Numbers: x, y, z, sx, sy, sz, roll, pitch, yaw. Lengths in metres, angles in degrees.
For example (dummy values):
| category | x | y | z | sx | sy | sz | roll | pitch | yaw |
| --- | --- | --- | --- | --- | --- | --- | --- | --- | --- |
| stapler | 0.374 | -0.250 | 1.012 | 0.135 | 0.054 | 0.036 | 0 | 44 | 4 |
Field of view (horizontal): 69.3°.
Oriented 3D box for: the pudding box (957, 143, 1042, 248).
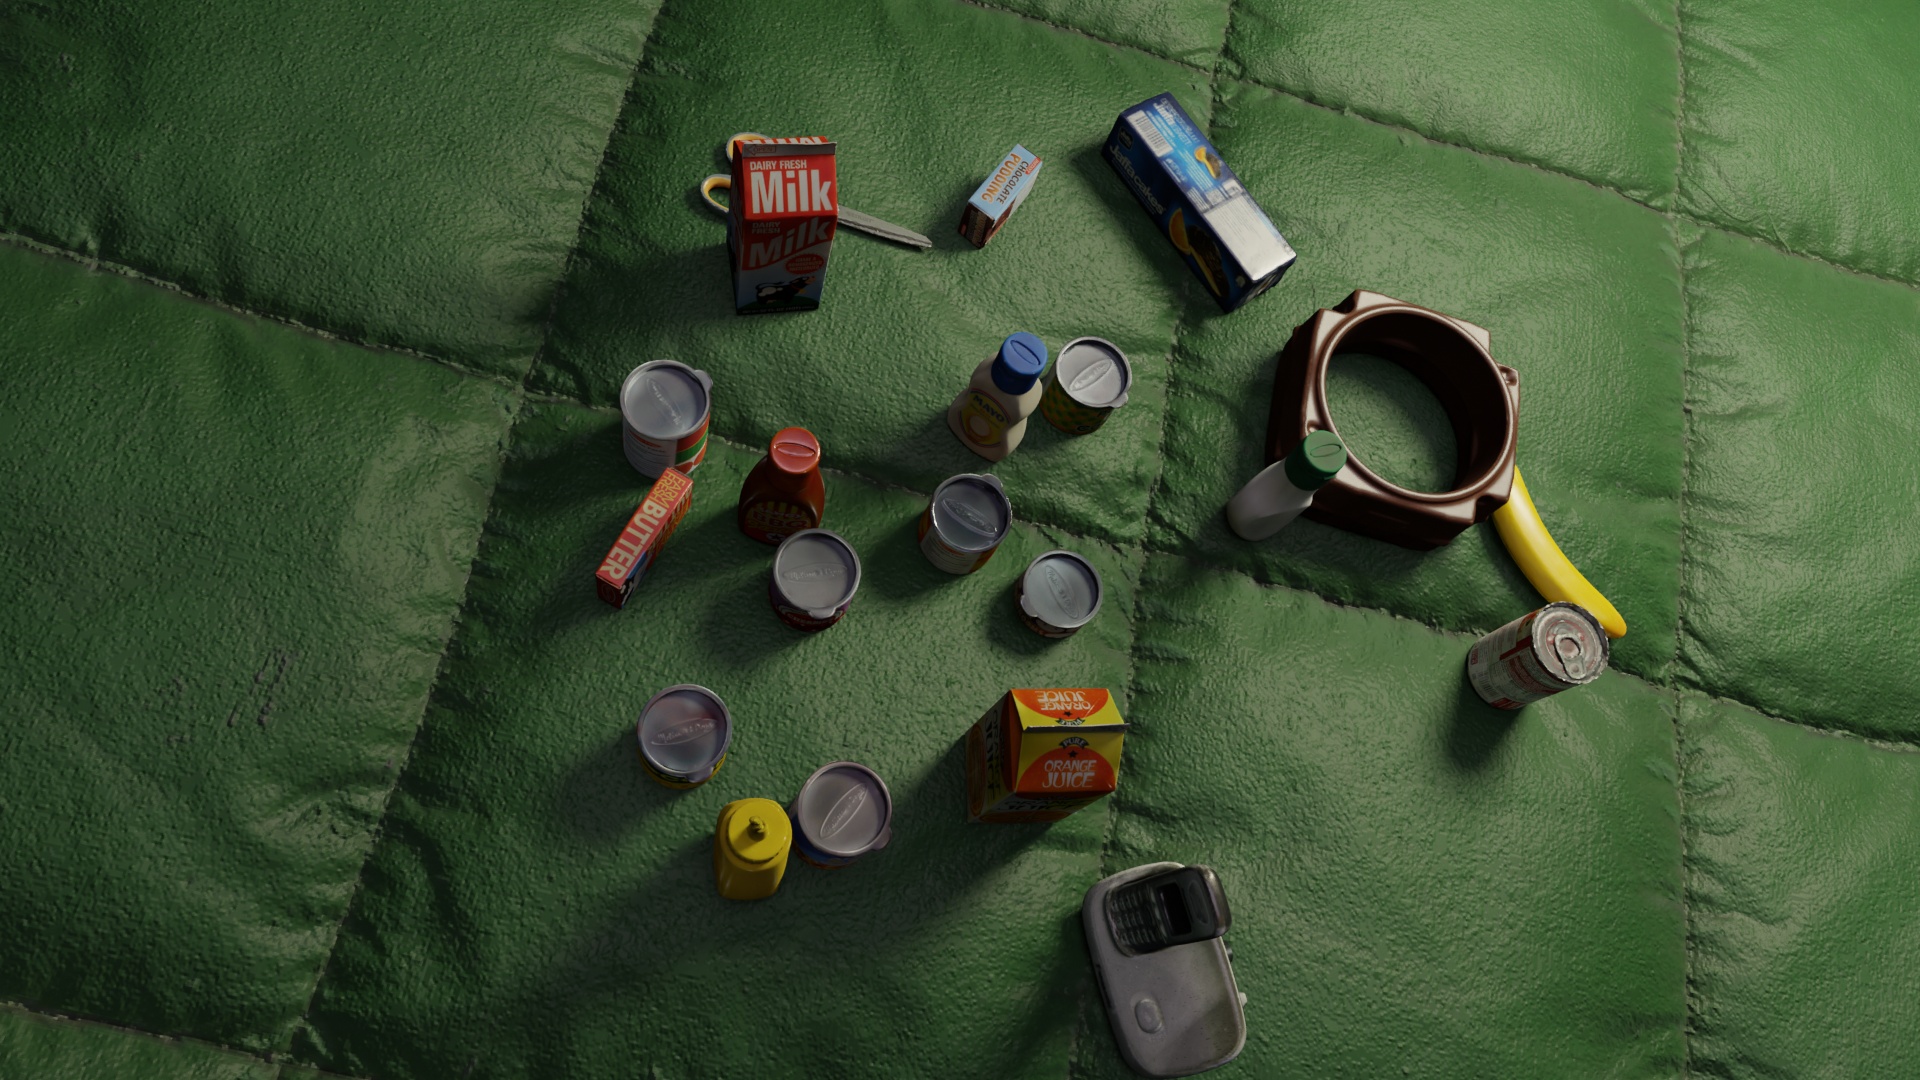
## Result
| category | x | y | z | sx | sy | sz | roll | pitch | yaw |
| --- | --- | --- | --- | --- | --- | --- | --- | --- | --- |
| pudding box | 0.035 | -0.305 | 1.229 | 0.030 | 0.049 | 0.084 | 36 | 67 | 2 |

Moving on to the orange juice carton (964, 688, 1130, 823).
| category | x | y | z | sx | sy | sz | roll | pitch | yaw |
| --- | --- | --- | --- | --- | --- | --- | --- | --- | --- |
| orange juice carton | 0.058 | 0.151 | 0.985 | 0.072 | 0.192 | 0.073 | 2 | 70 | -12 |

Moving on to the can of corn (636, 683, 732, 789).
| category | x | y | z | sx | sy | sz | roll | pitch | yaw |
| --- | --- | --- | --- | --- | --- | --- | --- | --- | --- |
| can of corn | -0.199 | 0.145 | 1.003 | 0.071 | 0.058 | 0.071 | 4 | 69 | -11 |

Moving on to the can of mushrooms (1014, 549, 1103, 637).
| category | x | y | z | sx | sy | sz | roll | pitch | yaw |
| --- | --- | --- | --- | --- | --- | --- | --- | --- | --- |
| can of mushrooms | 0.076 | 0.044 | 1.116 | 0.071 | 0.033 | 0.071 | 4 | 69 | -11 |

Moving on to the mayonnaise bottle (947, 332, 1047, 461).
| category | x | y | z | sx | sy | sz | roll | pitch | yaw |
| --- | --- | --- | --- | --- | --- | --- | --- | --- | --- |
| mayonnaise bottle | 0.032 | -0.116 | 1.104 | 0.065 | 0.147 | 0.041 | 40 | 67 | 4 |

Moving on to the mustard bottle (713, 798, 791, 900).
| category | x | y | z | sx | sy | sz | roll | pitch | yaw |
| --- | --- | --- | --- | --- | --- | --- | --- | --- | --- |
| mustard bottle | -0.140 | 0.205 | 0.938 | 0.049 | 0.159 | 0.065 | 0 | 70 | -13 |

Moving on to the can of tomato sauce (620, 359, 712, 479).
| category | x | y | z | sx | sy | sz | roll | pitch | yaw |
| --- | --- | --- | --- | --- | --- | --- | --- | --- | --- |
| can of tomato sauce | -0.226 | -0.093 | 1.072 | 0.071 | 0.082 | 0.071 | 4 | 69 | -11 |

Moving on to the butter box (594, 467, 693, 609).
| category | x | y | z | sx | sy | sz | roll | pitch | yaw |
| --- | --- | --- | --- | --- | --- | --- | --- | --- | --- |
| butter box | -0.239 | -0.002 | 1.051 | 0.024 | 0.053 | 0.104 | 29 | 66 | -1 |

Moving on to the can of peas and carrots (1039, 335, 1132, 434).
| category | x | y | z | sx | sy | sz | roll | pitch | yaw |
| --- | --- | --- | --- | --- | --- | --- | --- | --- | --- |
| can of peas and carrots | 0.106 | -0.129 | 1.174 | 0.071 | 0.058 | 0.071 | 4 | 69 | -11 |

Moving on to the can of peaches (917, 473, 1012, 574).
| category | x | y | z | sx | sy | sz | roll | pitch | yaw |
| --- | --- | --- | --- | --- | --- | --- | --- | --- | --- |
| can of peaches | 0.004 | -0.014 | 1.108 | 0.071 | 0.058 | 0.071 | 4 | 69 | -11 |

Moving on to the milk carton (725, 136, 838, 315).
| category | x | y | z | sx | sy | sz | roll | pitch | yaw |
| --- | --- | --- | --- | --- | --- | --- | --- | --- | --- |
| milk carton | -0.142 | -0.256 | 1.094 | 0.072 | 0.189 | 0.073 | -6 | 72 | -15 |

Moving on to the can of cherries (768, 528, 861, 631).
| category | x | y | z | sx | sy | sz | roll | pitch | yaw |
| --- | --- | --- | --- | --- | --- | --- | --- | --- | --- |
| can of cherries | -0.113 | 0.034 | 1.064 | 0.071 | 0.058 | 0.072 | 4 | 69 | -11 |

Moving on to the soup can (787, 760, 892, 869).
| category | x | y | z | sx | sy | sz | roll | pitch | yaw |
| --- | --- | --- | --- | --- | --- | --- | --- | --- | --- |
| soup can | -0.086 | 0.200 | 0.994 | 0.071 | 0.083 | 0.071 | 4 | 69 | -11 |

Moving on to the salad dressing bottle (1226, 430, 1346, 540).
| category | x | y | z | sx | sy | sz | roll | pitch | yaw |
| --- | --- | --- | --- | --- | --- | --- | --- | --- | --- |
| salad dressing bottle | 0.265 | -0.044 | 1.130 | 0.064 | 0.147 | 0.044 | -14 | 74 | -17 |

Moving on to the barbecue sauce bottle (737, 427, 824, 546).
| category | x | y | z | sx | sy | sz | roll | pitch | yaw |
| --- | --- | --- | --- | --- | --- | --- | --- | --- | --- |
| barbecue sauce bottle | -0.131 | -0.039 | 1.038 | 0.065 | 0.148 | 0.044 | 10 | 69 | -9 |
